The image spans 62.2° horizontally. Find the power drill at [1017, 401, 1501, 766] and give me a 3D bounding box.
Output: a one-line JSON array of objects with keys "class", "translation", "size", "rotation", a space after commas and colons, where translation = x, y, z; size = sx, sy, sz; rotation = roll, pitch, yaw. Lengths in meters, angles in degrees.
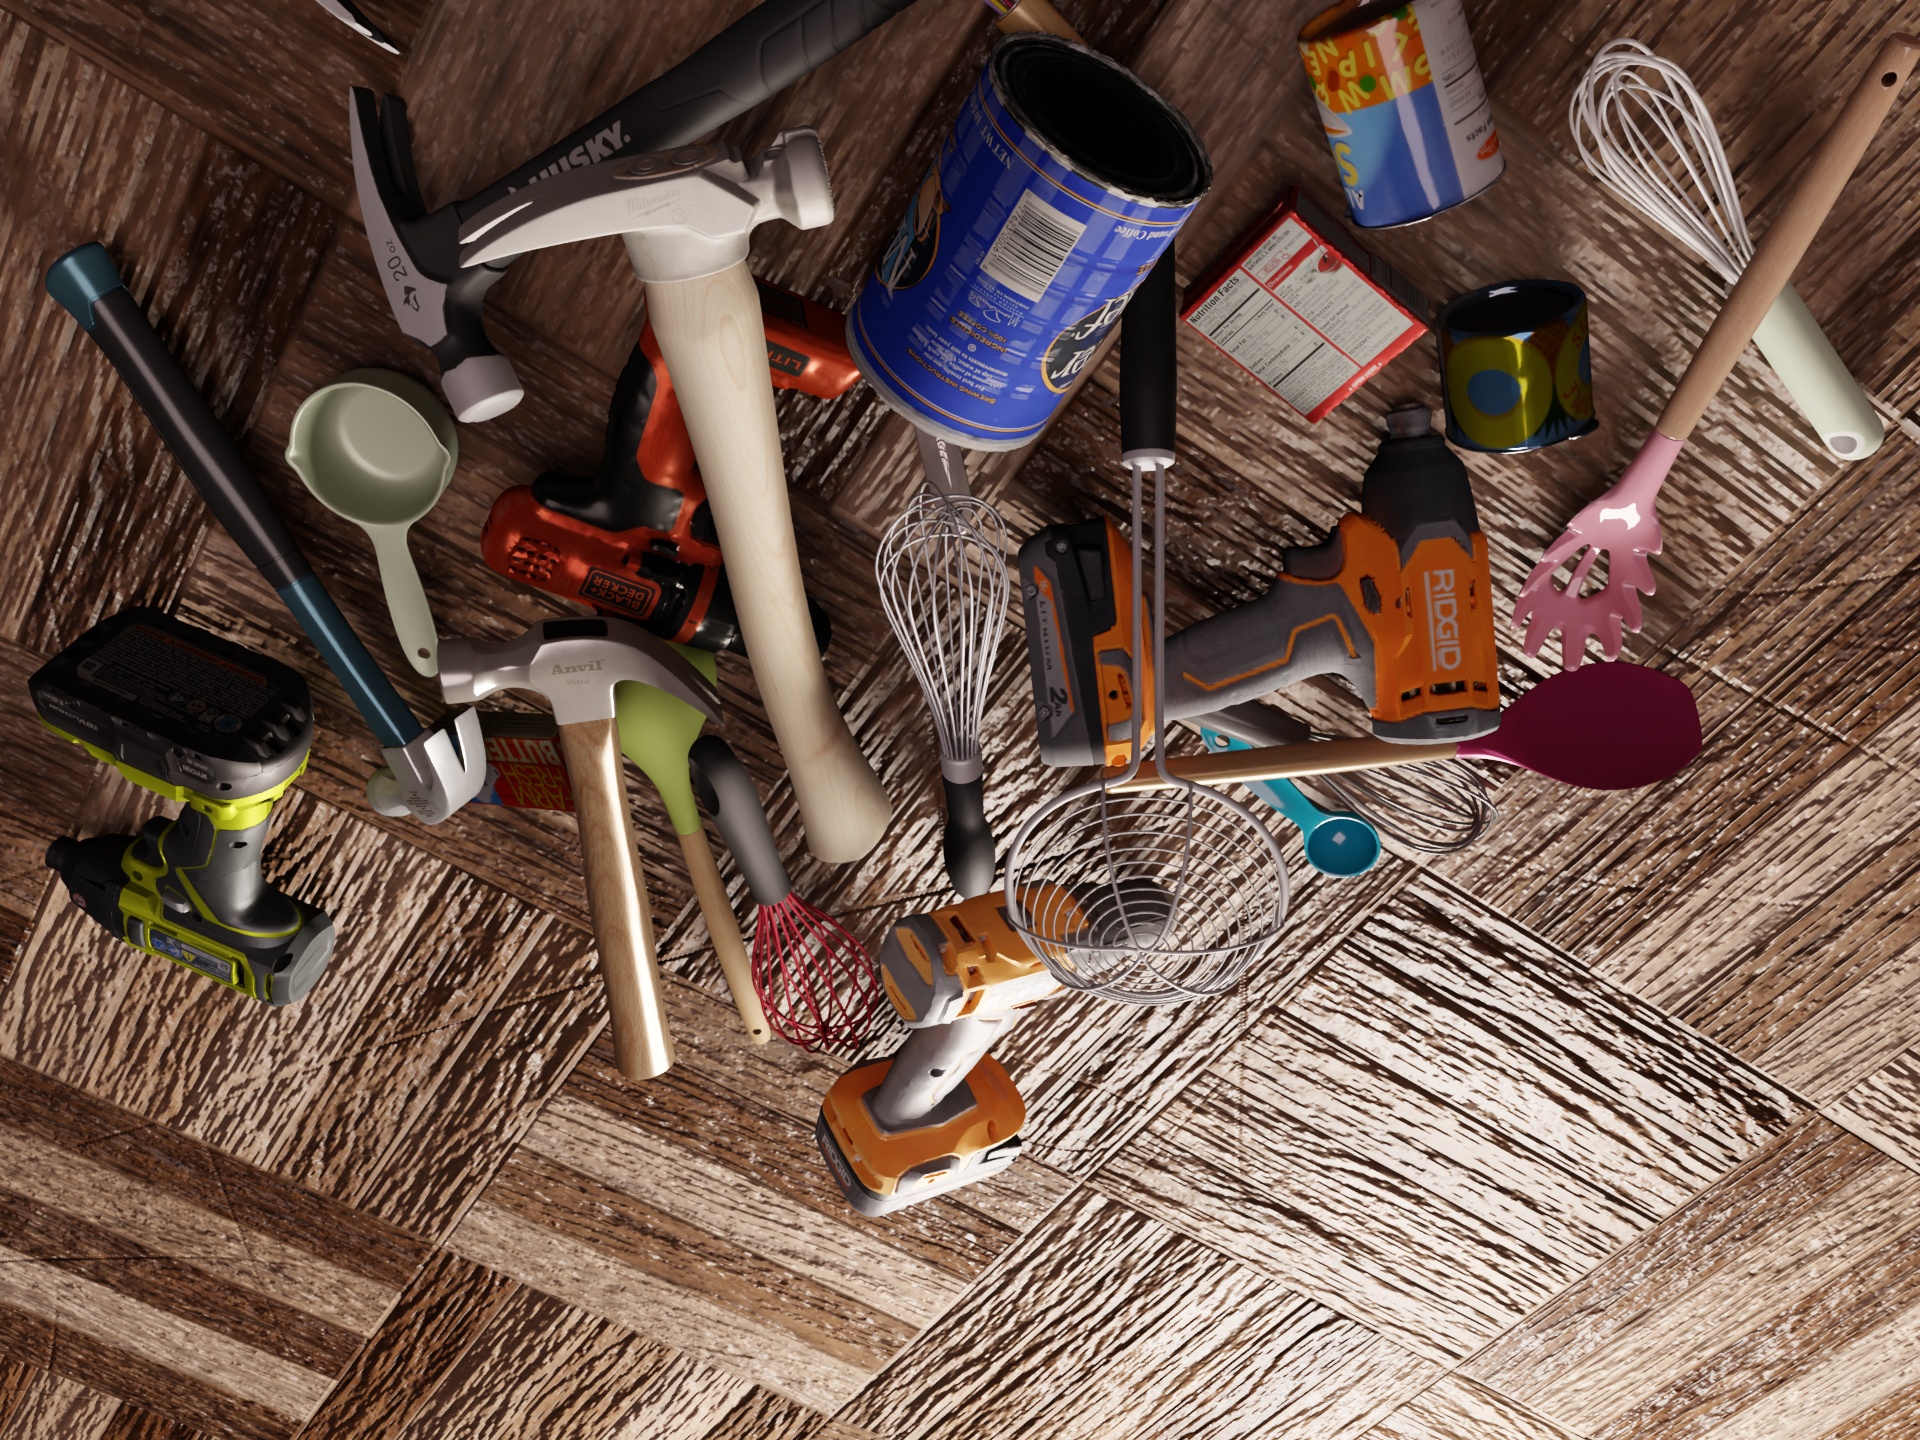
[{"class": "power drill", "translation": [0.144, -0.063, 0.779], "size": [0.226, 0.084, 0.164], "rotation": [-6, 99, 4]}]

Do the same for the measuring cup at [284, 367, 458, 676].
[{"class": "measuring cup", "translation": [-0.286, -0.101, 0.816], "size": [0.083, 0.038, 0.167], "rotation": [0, 125, 4]}]

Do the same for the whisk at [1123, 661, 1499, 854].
[{"class": "whisk", "translation": [0.180, 0.012, 0.856], "size": [0.239, 0.055, 0.055], "rotation": [24, 121, -6]}]

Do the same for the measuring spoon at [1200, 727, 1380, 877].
[{"class": "measuring spoon", "translation": [0.183, 0.039, 0.891], "size": [0.128, 0.021, 0.042], "rotation": [40, 121, -10]}]

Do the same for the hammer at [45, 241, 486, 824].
[{"class": "hammer", "translation": [-0.350, -0.084, 0.812], "size": [0.128, 0.033, 0.330], "rotation": [-2, 124, 46]}]

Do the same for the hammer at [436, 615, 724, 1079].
[{"class": "hammer", "translation": [-0.186, 0.082, 0.863], "size": [0.130, 0.031, 0.331], "rotation": [-8, 131, -10]}]

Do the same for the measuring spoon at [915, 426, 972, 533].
[{"class": "measuring spoon", "translation": [-0.014, -0.144, 0.781], "size": [0.034, 0.018, 0.124], "rotation": [-9, 122, 9]}]

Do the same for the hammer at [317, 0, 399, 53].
[{"class": "hammer", "translation": [-0.103, -0.399, 0.589], "size": [0.409, 0.036, 0.149], "rotation": [-23, 88, 12]}]

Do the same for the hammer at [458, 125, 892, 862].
[{"class": "hammer", "translation": [-0.102, -0.069, 0.753], "size": [0.146, 0.038, 0.410], "rotation": [-13, 135, -4]}]

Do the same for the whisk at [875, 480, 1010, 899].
[{"class": "whisk", "translation": [-0.002, -0.003, 0.842], "size": [0.070, 0.070, 0.284], "rotation": [-1, 133, 4]}]

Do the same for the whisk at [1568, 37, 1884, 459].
[{"class": "whisk", "translation": [0.348, -0.202, 0.709], "size": [0.246, 0.059, 0.058], "rotation": [41, 160, -25]}]

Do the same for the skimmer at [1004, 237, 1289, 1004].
[{"class": "skimmer", "translation": [0.085, -0.052, 0.726], "size": [0.127, 0.090, 0.363], "rotation": [0, 83, 8]}]

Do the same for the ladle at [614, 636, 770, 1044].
[{"class": "ladle", "translation": [-0.151, 0.072, 0.922], "size": [0.078, 0.062, 0.319], "rotation": [-12, 129, -2]}]

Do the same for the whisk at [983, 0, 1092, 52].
[{"class": "whisk", "translation": [0.009, -0.316, 0.658], "size": [0.244, 0.047, 0.051], "rotation": [38, 129, -24]}]

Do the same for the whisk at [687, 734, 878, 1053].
[{"class": "whisk", "translation": [-0.100, 0.103, 0.880], "size": [0.073, 0.073, 0.295], "rotation": [-6, 140, 7]}]

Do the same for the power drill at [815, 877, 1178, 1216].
[{"class": "power drill", "translation": [0.021, 0.180, 0.930], "size": [0.185, 0.084, 0.226], "rotation": [-9, 137, -34]}]

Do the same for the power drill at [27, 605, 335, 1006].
[{"class": "power drill", "translation": [-0.438, 0.053, 0.887], "size": [0.171, 0.080, 0.223], "rotation": [23, 131, 2]}]

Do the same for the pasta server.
[{"class": "pasta server", "translation": [0.331, -0.147, 0.710], "size": [0.060, 0.040, 0.316], "rotation": [19, 137, 5]}]

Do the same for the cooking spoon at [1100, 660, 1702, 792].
[{"class": "cooking spoon", "translation": [0.231, 0.014, 0.828], "size": [0.319, 0.017, 0.069], "rotation": [-6, 78, -4]}]

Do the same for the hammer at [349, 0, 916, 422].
[{"class": "hammer", "translation": [-0.113, -0.261, 0.656], "size": [0.335, 0.035, 0.146], "rotation": [-24, 93, 22]}]
